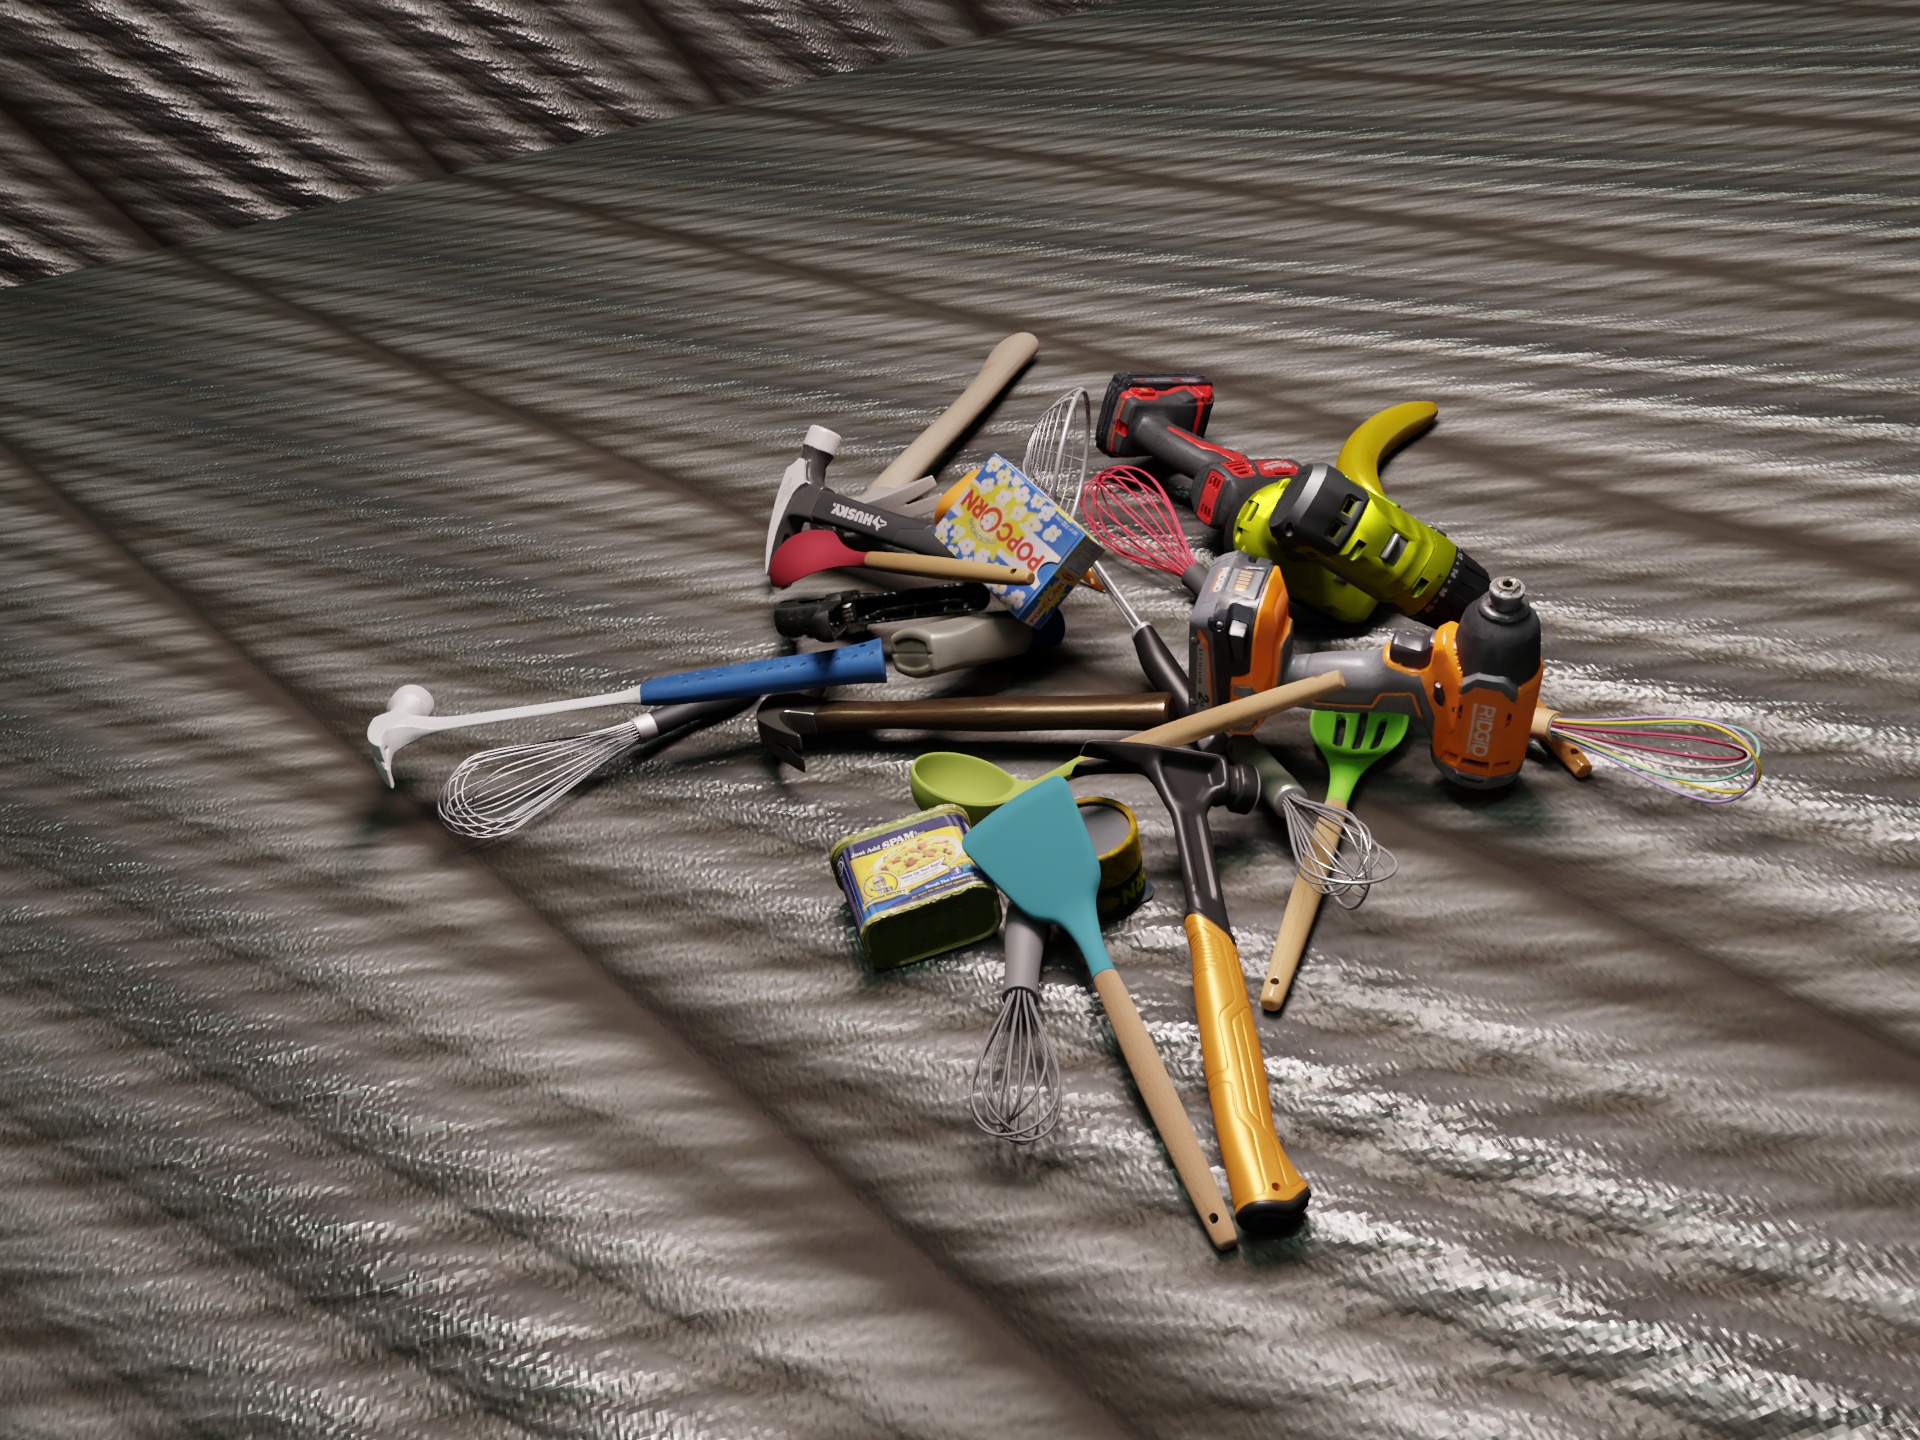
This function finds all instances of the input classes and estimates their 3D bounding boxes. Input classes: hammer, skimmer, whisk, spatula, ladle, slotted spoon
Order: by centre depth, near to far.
[{"bbox_3d":[0.089,0.170,0.948,0.082,0.044,0.318,-34,46,10],"label":"spatula"},{"bbox_3d":[0.147,0.145,0.955,0.127,0.034,0.337,9,44,-14],"label":"hammer"},{"bbox_3d":[0.040,0.171,0.993,0.055,0.055,0.239,-6,32,9],"label":"whisk"},{"bbox_3d":[0.223,0.057,1.058,0.059,0.057,0.246,-6,20,-7],"label":"whisk"},{"bbox_3d":[0.421,0.005,1.074,0.245,0.047,0.051,17,74,52],"label":"whisk"},{"bbox_3d":[0.247,0.075,1.078,0.070,0.031,0.314,7,42,24],"label":"slotted spoon"},{"bbox_3d":[0.107,0.011,1.097,0.320,0.062,0.078,-20,10,26],"label":"ladle"},{"bbox_3d":[0.392,-0.057,1.217,0.081,0.041,0.323,-16,41,-4],"label":"spatula"},{"bbox_3d":[-0.002,-0.004,1.221,0.331,0.031,0.130,0,27,18],"label":"hammer"},{"bbox_3d":[-0.260,-0.016,1.244,0.405,0.035,0.144,-8,22,-1],"label":"hammer"},{"bbox_3d":[0.144,-0.123,1.279,0.090,0.127,0.364,-22,55,-11],"label":"skimmer"},{"bbox_3d":[-0.284,0.018,1.281,0.284,0.070,0.070,-25,38,-25],"label":"whisk"},{"bbox_3d":[-0.057,-0.128,1.313,0.316,0.031,0.069,11,56,44],"label":"ladle"},{"bbox_3d":[0.186,-0.133,1.350,0.073,0.073,0.296,-23,44,-14],"label":"whisk"},{"bbox_3d":[-0.042,-0.156,1.385,0.335,0.035,0.146,23,90,38],"label":"hammer"},{"bbox_3d":[-0.001,-0.304,1.617,0.146,0.038,0.411,-11,29,35],"label":"hammer"}]

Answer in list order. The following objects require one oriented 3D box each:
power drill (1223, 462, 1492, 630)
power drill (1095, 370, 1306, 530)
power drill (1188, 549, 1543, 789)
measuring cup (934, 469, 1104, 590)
[{"bbox_3d":[0.298,-0.116,1.173,0.190,0.080,0.228,30,3,-8],"label":"power drill"},{"bbox_3d":[0.233,-0.241,1.449,0.143,0.078,0.220,-7,36,-30],"label":"power drill"},{"bbox_3d":[0.272,-0.045,1.067,0.226,0.164,0.084,12,49,19],"label":"power drill"},{"bbox_3d":[0.048,-0.150,1.404,0.174,0.095,0.052,38,62,25],"label":"measuring cup"}]
